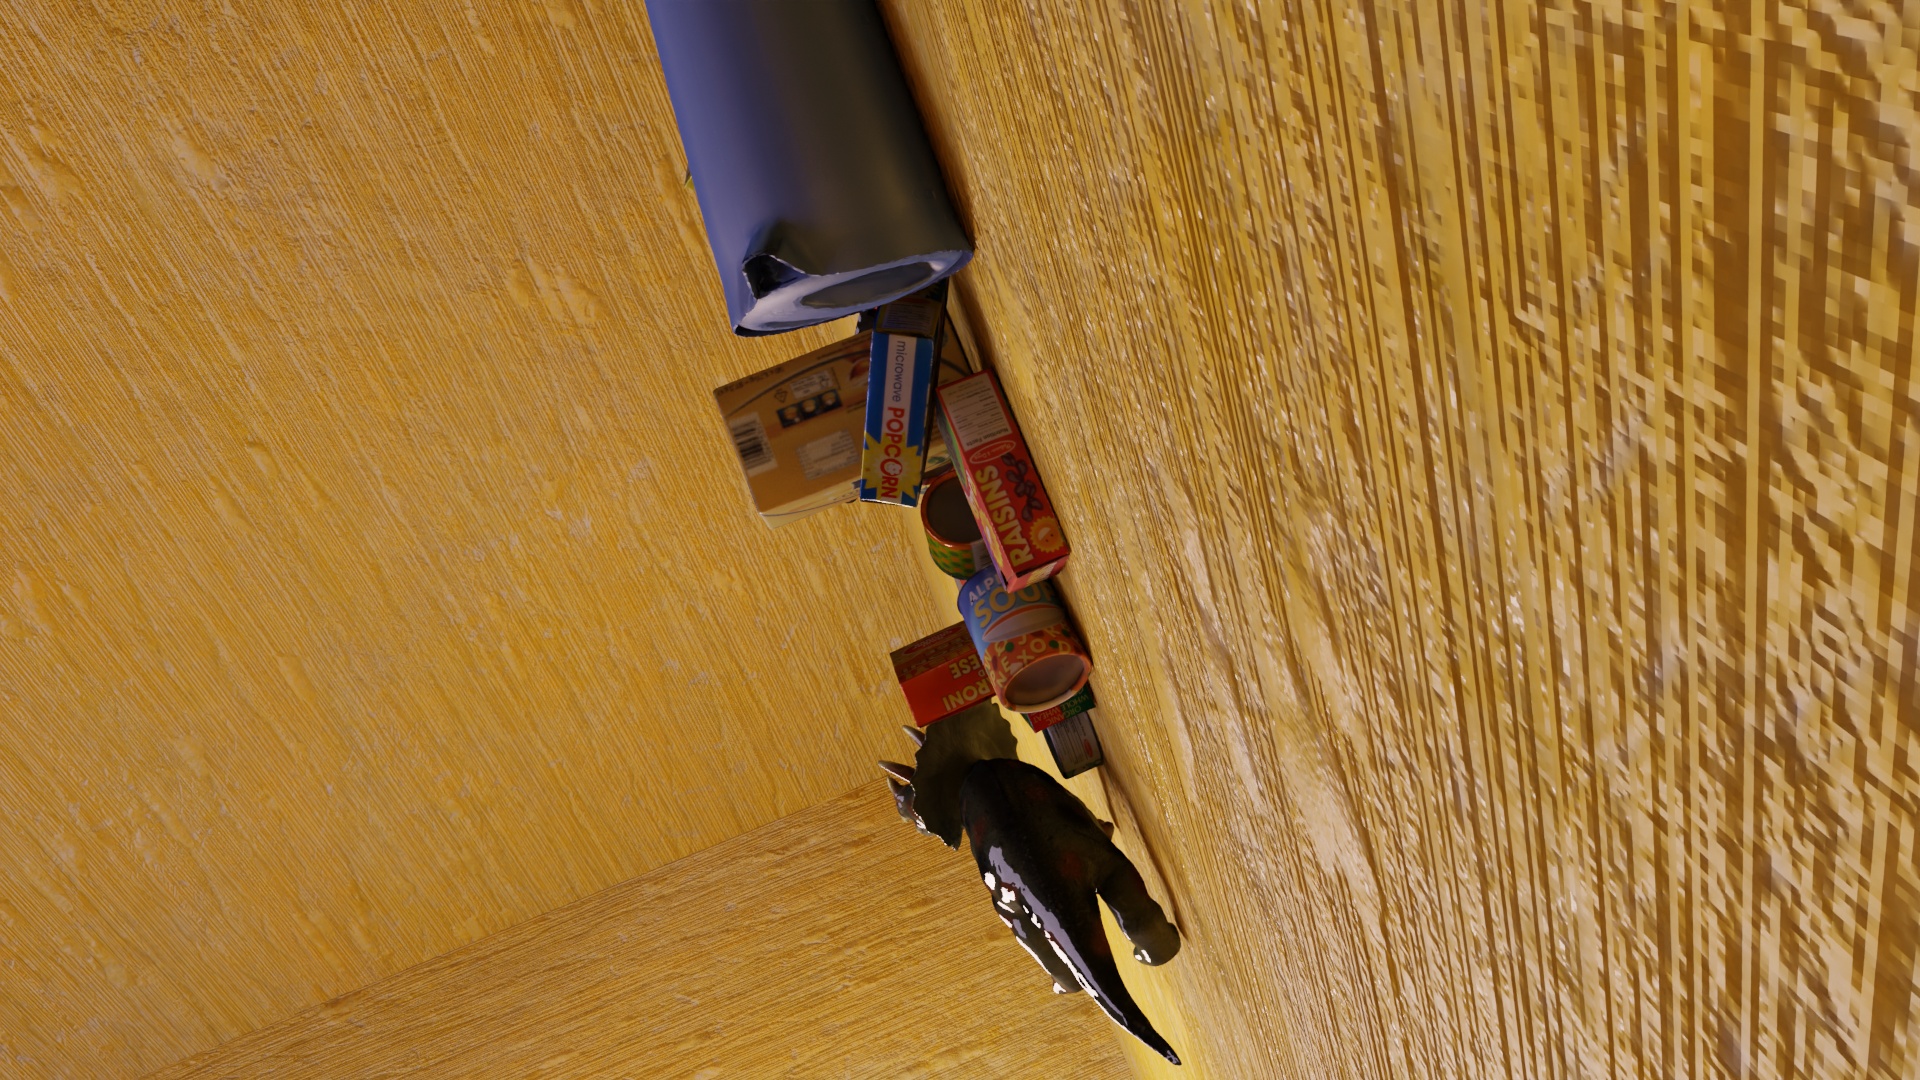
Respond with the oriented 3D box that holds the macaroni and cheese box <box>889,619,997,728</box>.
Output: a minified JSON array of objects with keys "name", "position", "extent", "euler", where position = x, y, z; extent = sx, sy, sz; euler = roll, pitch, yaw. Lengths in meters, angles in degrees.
[{"name":"macaroni and cheese box","position":[0.012,0.089,1.061],"extent":[0.166,0.124,0.040],"euler":[-151,37,-84]}]

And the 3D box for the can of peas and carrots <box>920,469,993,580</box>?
[{"name":"can of peas and carrots","position":[0.004,-0.013,1.026],"extent":[0.058,0.071,0.071],"euler":[78,170,-63]}]

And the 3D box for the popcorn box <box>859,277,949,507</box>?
[{"name":"popcorn box","position":[-0.034,-0.095,0.850],"extent":[0.085,0.038,0.126],"euler":[-82,0,-51]}]

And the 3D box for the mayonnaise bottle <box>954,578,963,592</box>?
[{"name":"mayonnaise bottle","position":[0.001,-0.004,1.358],"extent":[0.065,0.041,0.147],"euler":[-125,15,-68]}]

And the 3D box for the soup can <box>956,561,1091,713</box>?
[{"name":"soup can","position":[0.042,0.061,0.924],"extent":[0.071,0.071,0.084],"euler":[73,173,-51]}]

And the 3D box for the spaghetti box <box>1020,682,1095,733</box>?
[{"name":"spaghetti box","position":[0.057,0.106,1.085],"extent":[0.250,0.050,0.028],"euler":[-148,34,-84]}]

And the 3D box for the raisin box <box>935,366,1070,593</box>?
[{"name":"raisin box","position":[0.024,-0.034,0.851],"extent":[0.086,0.040,0.123],"euler":[97,151,-80]}]

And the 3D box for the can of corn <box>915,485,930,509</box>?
[{"name":"can of corn","position":[-0.028,-0.068,1.230],"extent":[0.058,0.071,0.071],"euler":[74,174,-57]}]

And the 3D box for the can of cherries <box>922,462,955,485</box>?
[{"name":"can of cherries","position":[-0.036,-0.087,1.165],"extent":[0.071,0.071,0.058],"euler":[73,173,-51]}]

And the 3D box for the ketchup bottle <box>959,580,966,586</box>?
[{"name":"ketchup bottle","position":[0.011,0.008,1.251],"extent":[0.149,0.043,0.064],"euler":[66,-176,32]}]

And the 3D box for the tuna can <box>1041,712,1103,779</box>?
[{"name":"tuna can","position":[0.083,0.149,1.080],"extent":[0.071,0.033,0.071],"euler":[163,86,-86]}]

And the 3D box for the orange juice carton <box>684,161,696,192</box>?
[{"name":"orange juice carton","position":[-0.156,-0.336,1.065],"extent":[0.073,0.071,0.194],"euler":[22,-137,-27]}]
